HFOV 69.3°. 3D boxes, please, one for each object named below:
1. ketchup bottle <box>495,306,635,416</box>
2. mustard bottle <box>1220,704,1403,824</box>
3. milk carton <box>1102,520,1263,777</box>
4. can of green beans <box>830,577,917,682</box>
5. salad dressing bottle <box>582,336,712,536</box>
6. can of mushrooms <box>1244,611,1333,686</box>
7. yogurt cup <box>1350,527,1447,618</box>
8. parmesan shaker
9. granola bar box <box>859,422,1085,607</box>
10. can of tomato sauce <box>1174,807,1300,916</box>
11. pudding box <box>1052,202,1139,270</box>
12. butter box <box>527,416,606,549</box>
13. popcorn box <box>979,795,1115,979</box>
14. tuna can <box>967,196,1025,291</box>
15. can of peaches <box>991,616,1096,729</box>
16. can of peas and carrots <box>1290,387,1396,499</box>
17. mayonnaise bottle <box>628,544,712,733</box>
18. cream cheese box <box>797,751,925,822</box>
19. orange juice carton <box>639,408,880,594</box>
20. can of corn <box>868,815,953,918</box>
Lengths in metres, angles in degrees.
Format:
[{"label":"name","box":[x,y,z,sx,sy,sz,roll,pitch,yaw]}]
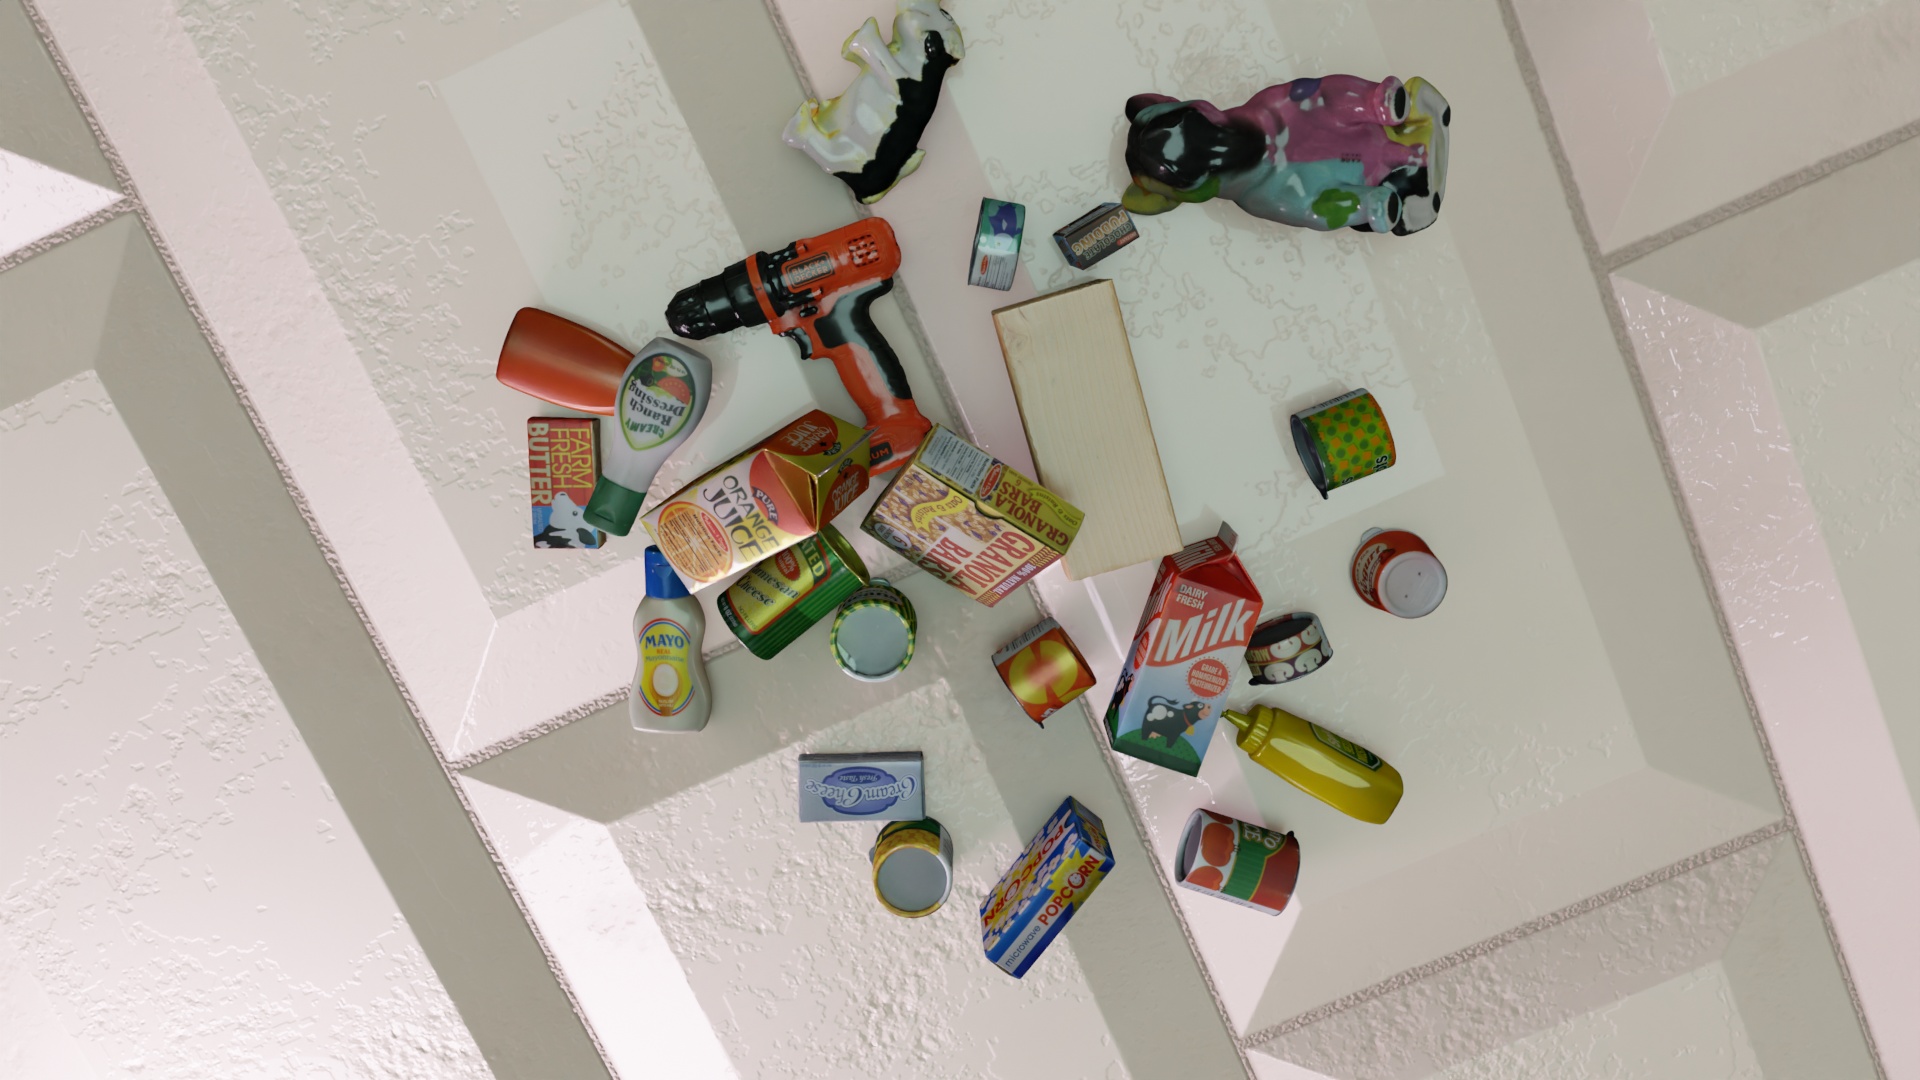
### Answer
[{"label":"ketchup bottle","box":[-0.273,-0.124,1.060,0.149,0.043,0.064,21,99,-5]},{"label":"mustard bottle","box":[0.274,0.171,1.114,0.160,0.065,0.048,27,104,-2]},{"label":"milk carton","box":[0.179,0.079,1.089,0.073,0.072,0.190,18,100,-4]},{"label":"can of green beans","box":[-0.068,0.072,1.093,0.071,0.058,0.071,0,101,-1]},{"label":"salad dressing bottle","box":[-0.233,-0.075,1.025,0.064,0.044,0.147,25,98,-3]},{"label":"can of mushrooms","box":[0.254,0.085,1.094,0.071,0.071,0.033,-23,100,4]},{"label":"yogurt cup","box":[0.347,0.029,1.091,0.072,0.054,0.072,0,102,-1]},{"label":"parmesan shaker","box":[-0.129,0.039,1.079,0.103,0.071,0.071,-39,99,6]},{"label":"granola bar box","box":[0.004,-0.013,1.025,0.124,0.165,0.039,31,68,-7]},{"label":"can of tomato sauce","box":[0.224,0.259,1.128,0.083,0.071,0.071,18,101,-3]},{"label":"pudding box","box":[0.099,-0.225,1.024,0.049,0.084,0.030,-30,103,5]},{"label":"butter box","box":[-0.308,-0.045,1.085,0.053,0.024,0.103,-1,101,-1]},{"label":"popcorn box","box":[0.068,0.279,1.120,0.038,0.085,0.126,37,98,-8]},{"label":"tuna can","box":[0.027,-0.222,1.035,0.033,0.071,0.071,10,101,-3]},{"label":"can of peaches","box":[0.068,0.104,1.096,0.058,0.071,0.071,-36,99,5]},{"label":"can of peas and carrots","box":[0.294,-0.074,1.064,0.059,0.071,0.071,-22,101,3]},{"label":"mayonnaise bottle","box":[-0.231,0.078,1.100,0.065,0.041,0.147,1,102,1]},{"label":"cream cheese box","box":[-0.081,0.201,1.134,0.104,0.024,0.053,-1,101,0]},{"label":"orange juice carton","box":[-0.140,-0.034,1.019,0.192,0.072,0.073,-24,103,38]},{"label":"can of corn","box":[-0.041,0.265,1.130,0.071,0.058,0.071,0,101,-1]}]
